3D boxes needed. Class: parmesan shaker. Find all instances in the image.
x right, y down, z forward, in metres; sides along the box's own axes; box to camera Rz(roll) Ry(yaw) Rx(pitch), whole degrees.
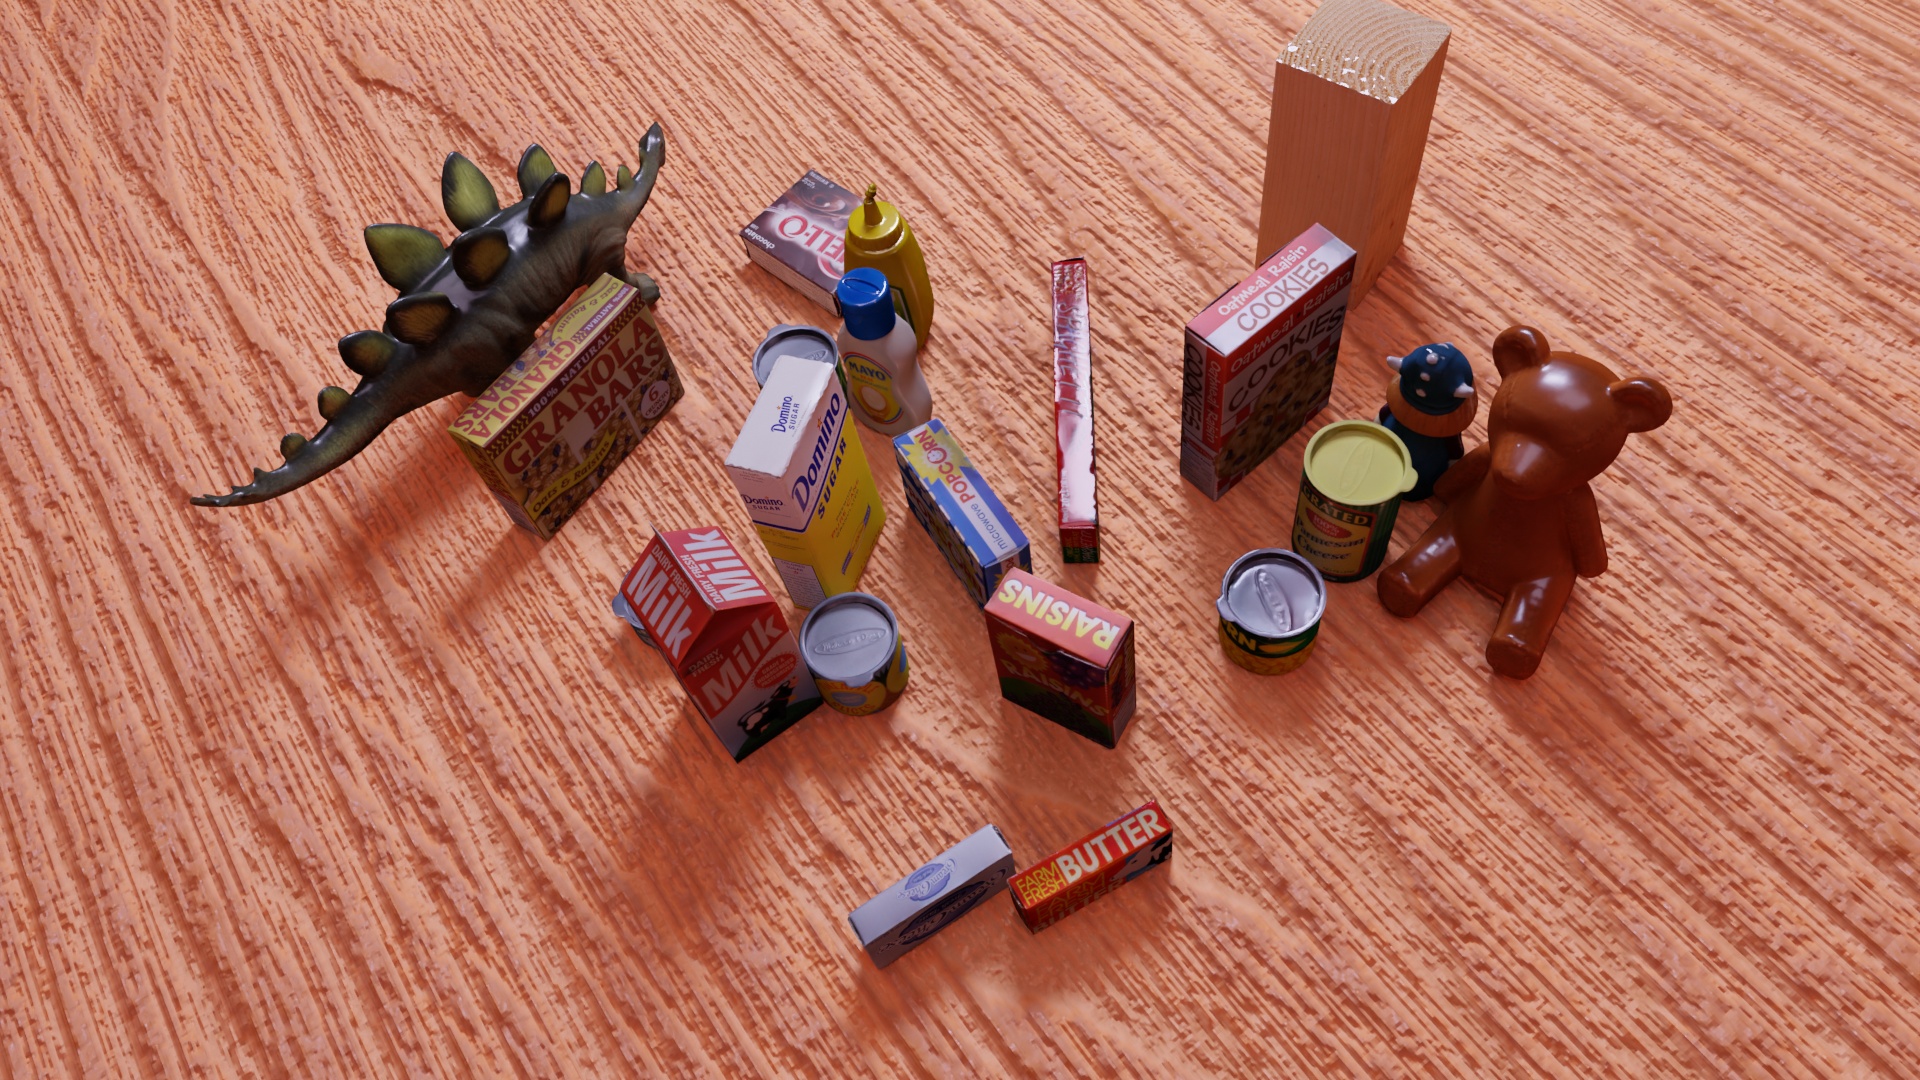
[{"bbox_3d":[0.260,-0.022,0.922,0.071,0.102,0.071,-3,58,6],"label":"parmesan shaker"}]

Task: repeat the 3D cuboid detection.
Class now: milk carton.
[{"bbox_3d":[-0.151,0.060,0.872,0.073,0.189,0.072,-35,60,-14],"label":"milk carton"}]

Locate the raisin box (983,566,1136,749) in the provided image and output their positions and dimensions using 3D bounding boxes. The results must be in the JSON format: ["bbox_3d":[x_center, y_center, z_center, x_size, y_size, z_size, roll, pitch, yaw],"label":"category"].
[{"bbox_3d":[0.064,0.076,0.874,0.086,0.122,0.040,25,65,21],"label":"raisin box"}]

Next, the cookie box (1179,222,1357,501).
[{"bbox_3d":[0.206,-0.119,0.951,0.123,0.166,0.040,-39,62,-16],"label":"cookie box"}]

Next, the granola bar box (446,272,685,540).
[{"bbox_3d":[-0.284,-0.097,1.027,0.039,0.123,0.166,28,66,22],"label":"granola bar box"}]

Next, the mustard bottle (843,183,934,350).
[{"bbox_3d":[-0.059,-0.206,1.045,0.065,0.159,0.049,6,60,11],"label":"mustard bottle"}]

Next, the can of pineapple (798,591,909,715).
[{"bbox_3d":[-0.070,0.078,0.929,0.071,0.057,0.071,-3,58,5],"label":"can of pineapple"}]

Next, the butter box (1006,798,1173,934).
[{"bbox_3d":[0.080,0.197,0.838,0.104,0.053,0.024,-27,59,-9],"label":"butter box"}]

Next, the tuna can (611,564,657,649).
[{"bbox_3d":[-0.207,0.044,0.983,0.071,0.032,0.071,-3,58,5],"label":"tuna can"}]

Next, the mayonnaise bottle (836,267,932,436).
[{"bbox_3d":[-0.059,-0.135,1.007,0.065,0.147,0.041,21,63,19],"label":"mayonnaise bottle"}]

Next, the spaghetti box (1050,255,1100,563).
[{"bbox_3d":[0.084,-0.101,1.026,0.029,0.050,0.251,-3,58,6],"label":"spaghetti box"}]

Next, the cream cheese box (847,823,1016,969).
[{"bbox_3d":[-0.015,0.215,0.839,0.104,0.053,0.024,-31,60,-12],"label":"cream cheese box"}]

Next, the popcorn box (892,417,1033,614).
[{"bbox_3d":[0.003,-0.012,0.960,0.038,0.085,0.127,-29,59,-10],"label":"popcorn box"}]

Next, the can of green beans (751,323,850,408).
[{"bbox_3d":[-0.120,-0.121,1.060,0.071,0.057,0.071,-3,58,5],"label":"can of green beans"}]

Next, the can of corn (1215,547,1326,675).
[{"bbox_3d":[0.201,0.048,0.912,0.071,0.058,0.071,-3,58,5],"label":"can of corn"}]
